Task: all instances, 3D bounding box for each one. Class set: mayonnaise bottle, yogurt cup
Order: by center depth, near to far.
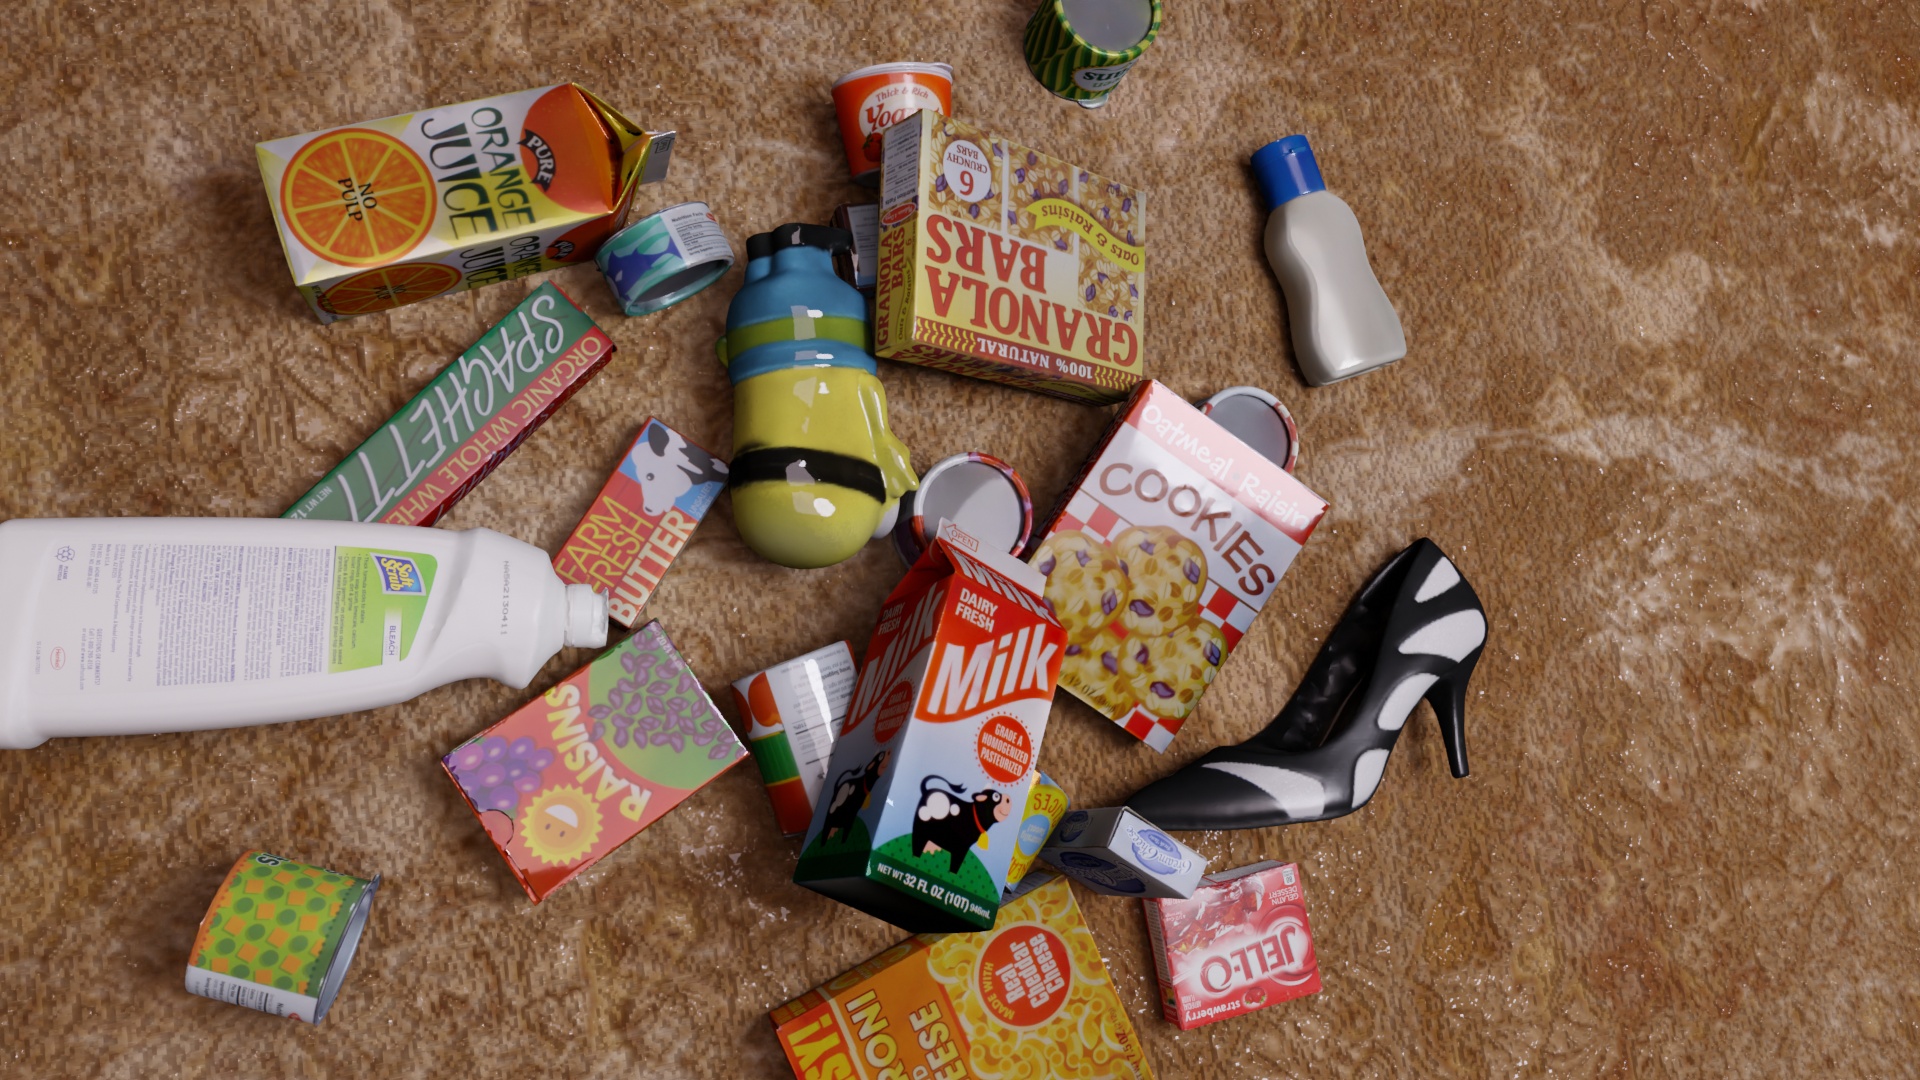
[{"bbox_3d":[-0.036,-0.228,0.771,0.072,0.072,0.054,-7,92,-16],"label":"yogurt cup"},{"bbox_3d":[0.218,-0.171,0.843,0.065,0.041,0.148,-17,86,-18],"label":"mayonnaise bottle"}]

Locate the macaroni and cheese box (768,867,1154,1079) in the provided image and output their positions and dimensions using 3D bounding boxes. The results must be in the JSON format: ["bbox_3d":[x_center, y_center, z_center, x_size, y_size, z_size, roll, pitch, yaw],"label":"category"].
[{"bbox_3d":[0.002,0.265,0.720,0.167,0.040,0.123,-23,89,-18],"label":"macaroni and cheese box"}]

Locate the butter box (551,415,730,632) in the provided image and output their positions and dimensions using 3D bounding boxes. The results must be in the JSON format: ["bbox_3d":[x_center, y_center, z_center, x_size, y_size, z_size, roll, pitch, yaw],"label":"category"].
[{"bbox_3d":[-0.167,-0.008,0.722,0.053,0.024,0.104,33,75,-9],"label":"butter box"}]

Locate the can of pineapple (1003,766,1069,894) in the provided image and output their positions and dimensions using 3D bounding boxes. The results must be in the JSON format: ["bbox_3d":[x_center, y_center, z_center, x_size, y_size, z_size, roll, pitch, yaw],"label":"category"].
[{"bbox_3d":[0.017,0.143,0.727,0.071,0.071,0.058,38,75,-7],"label":"can of pineapple"}]

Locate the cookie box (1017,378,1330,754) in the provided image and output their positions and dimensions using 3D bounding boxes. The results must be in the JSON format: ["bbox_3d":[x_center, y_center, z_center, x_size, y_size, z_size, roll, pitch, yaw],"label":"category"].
[{"bbox_3d":[0.105,0.013,0.766,0.123,0.040,0.167,34,89,-8],"label":"cookie box"}]

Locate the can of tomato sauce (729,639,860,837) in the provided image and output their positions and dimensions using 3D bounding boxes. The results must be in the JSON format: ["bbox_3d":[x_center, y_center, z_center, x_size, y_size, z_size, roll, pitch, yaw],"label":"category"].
[{"bbox_3d":[-0.075,0.101,0.711,0.071,0.071,0.083,-19,87,-17],"label":"can of tomato sauce"}]

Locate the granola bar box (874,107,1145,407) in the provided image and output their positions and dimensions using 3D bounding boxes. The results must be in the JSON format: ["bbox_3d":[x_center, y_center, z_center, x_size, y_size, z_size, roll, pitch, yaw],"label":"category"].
[{"bbox_3d":[0.030,-0.148,0.756,0.166,0.039,0.124,8,80,-39],"label":"granola bar box"}]

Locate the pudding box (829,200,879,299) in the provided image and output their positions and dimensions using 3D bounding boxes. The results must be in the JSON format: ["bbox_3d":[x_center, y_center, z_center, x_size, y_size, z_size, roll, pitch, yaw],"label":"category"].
[{"bbox_3d":[-0.027,-0.165,0.781,0.084,0.030,0.049,-11,84,-17],"label":"pudding box"}]

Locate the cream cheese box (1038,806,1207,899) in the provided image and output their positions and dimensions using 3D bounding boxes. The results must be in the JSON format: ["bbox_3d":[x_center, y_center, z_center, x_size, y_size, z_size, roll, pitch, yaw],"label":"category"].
[{"bbox_3d":[0.080,0.163,0.723,0.053,0.103,0.024,33,69,-10],"label":"cream cheese box"}]

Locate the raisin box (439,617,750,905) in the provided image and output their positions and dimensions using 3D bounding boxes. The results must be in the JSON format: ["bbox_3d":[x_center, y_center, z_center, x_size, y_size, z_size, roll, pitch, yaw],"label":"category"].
[{"bbox_3d":[-0.181,0.109,0.694,0.124,0.040,0.086,-34,93,-16],"label":"raisin box"}]

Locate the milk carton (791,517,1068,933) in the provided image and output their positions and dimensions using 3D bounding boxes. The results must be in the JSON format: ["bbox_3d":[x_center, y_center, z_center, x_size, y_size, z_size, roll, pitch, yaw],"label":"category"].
[{"bbox_3d":[-0.007,0.085,0.671,0.072,0.073,0.191,30,61,-23],"label":"milk carton"}]

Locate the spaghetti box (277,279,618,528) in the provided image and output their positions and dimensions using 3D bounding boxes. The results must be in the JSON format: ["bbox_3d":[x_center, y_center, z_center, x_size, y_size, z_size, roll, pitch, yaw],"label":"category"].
[{"bbox_3d":[-0.277,-0.031,0.693,0.050,0.028,0.251,44,74,-6],"label":"spaghetti box"}]

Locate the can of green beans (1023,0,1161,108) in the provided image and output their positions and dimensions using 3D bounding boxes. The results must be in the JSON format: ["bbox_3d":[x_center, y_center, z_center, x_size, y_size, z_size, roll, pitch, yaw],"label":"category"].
[{"bbox_3d":[0.077,-0.301,0.815,0.071,0.057,0.071,2,82,-15],"label":"can of green beans"}]

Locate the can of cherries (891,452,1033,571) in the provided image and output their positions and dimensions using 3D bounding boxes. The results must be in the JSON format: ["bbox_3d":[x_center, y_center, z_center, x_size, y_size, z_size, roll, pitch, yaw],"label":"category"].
[{"bbox_3d":[0.003,-0.009,0.751,0.071,0.058,0.071,2,81,-15],"label":"can of cherries"}]

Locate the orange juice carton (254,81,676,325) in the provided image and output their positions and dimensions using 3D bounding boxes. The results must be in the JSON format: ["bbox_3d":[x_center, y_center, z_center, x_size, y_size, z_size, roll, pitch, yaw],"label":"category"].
[{"bbox_3d":[-0.240,-0.174,0.702,0.193,0.071,0.073,-18,88,-17],"label":"orange juice carton"}]

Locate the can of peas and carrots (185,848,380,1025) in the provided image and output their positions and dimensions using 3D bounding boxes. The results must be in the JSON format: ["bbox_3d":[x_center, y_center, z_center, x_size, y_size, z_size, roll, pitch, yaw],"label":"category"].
[{"bbox_3d":[-0.309,0.178,0.635,0.059,0.071,0.071,19,78,-11],"label":"can of peas and carrots"}]

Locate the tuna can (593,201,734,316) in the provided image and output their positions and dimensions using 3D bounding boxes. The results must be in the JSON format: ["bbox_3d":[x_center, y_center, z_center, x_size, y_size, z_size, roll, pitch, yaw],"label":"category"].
[{"bbox_3d":[-0.156,-0.145,0.726,0.071,0.071,0.033,-28,91,-17],"label":"tuna can"}]

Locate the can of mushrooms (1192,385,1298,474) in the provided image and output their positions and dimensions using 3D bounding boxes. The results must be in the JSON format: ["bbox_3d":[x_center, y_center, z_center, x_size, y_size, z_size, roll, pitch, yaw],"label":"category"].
[{"bbox_3d":[0.162,-0.054,0.814,0.071,0.033,0.071,2,81,-16],"label":"can of mushrooms"}]
